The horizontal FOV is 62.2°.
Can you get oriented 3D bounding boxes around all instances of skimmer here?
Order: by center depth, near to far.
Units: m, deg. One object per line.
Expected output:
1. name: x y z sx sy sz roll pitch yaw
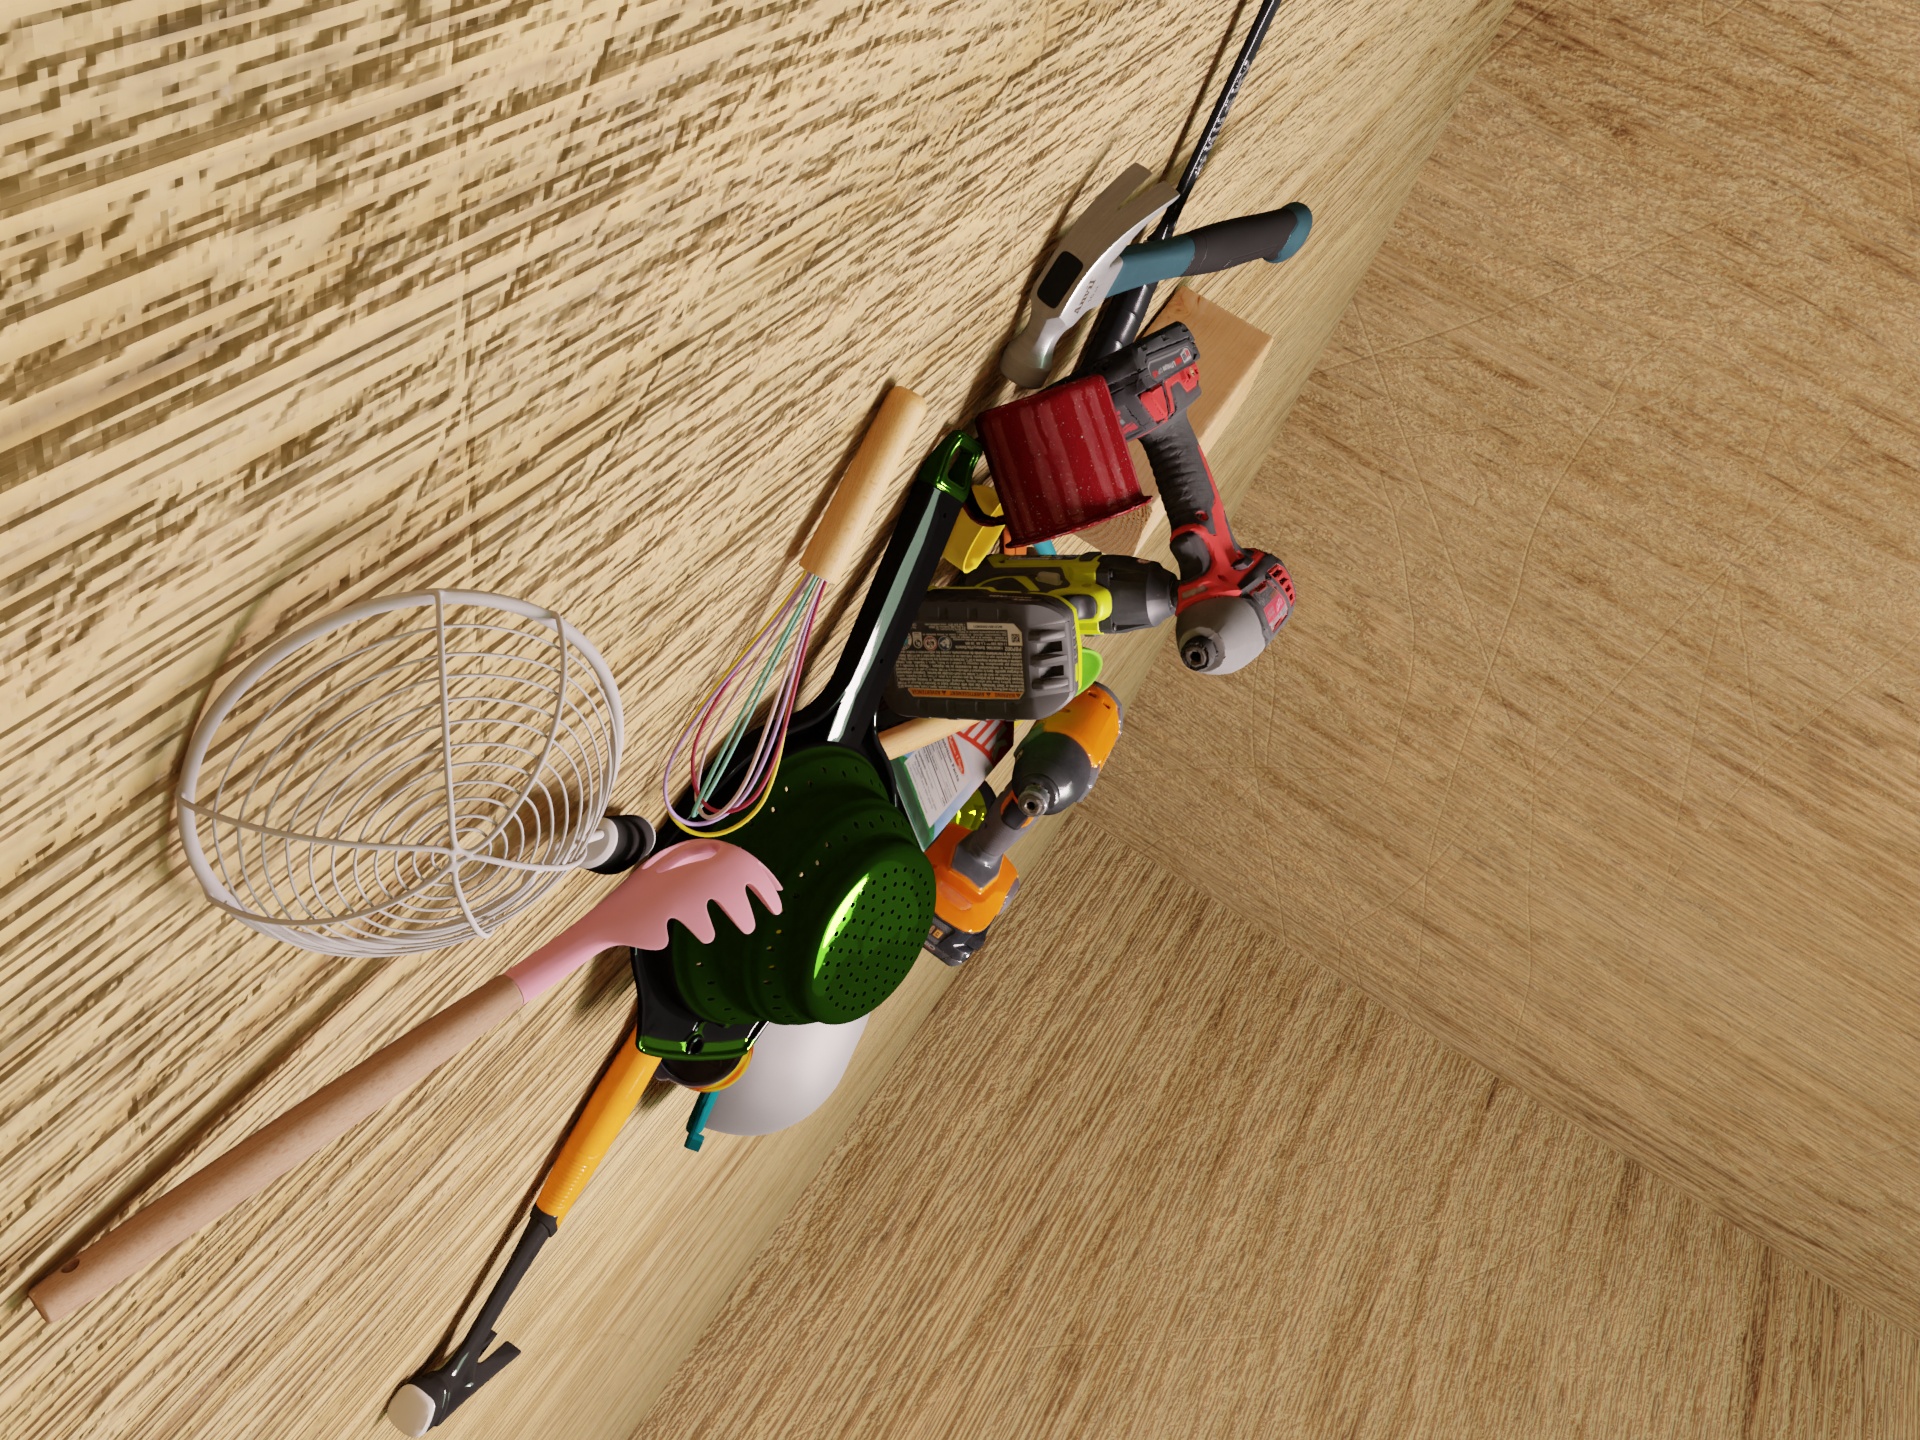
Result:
1. skimmer: -0.165 0.025 0.591 0.127 0.090 0.363 -41 -179 -5

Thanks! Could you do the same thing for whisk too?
1. whisk: -0.078 -0.051 0.789 0.245 0.047 0.051 -62 170 5

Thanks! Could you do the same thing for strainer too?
1. strainer: -0.097 0.183 1.239 0.340 0.095 0.211 -63 -179 -2

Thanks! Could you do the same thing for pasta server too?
1. pasta server: -0.191 0.124 0.608 0.316 0.060 0.040 -35 119 -41

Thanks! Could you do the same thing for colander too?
1. colander: -0.048 0.030 0.902 0.204 0.095 0.397 21 93 -58

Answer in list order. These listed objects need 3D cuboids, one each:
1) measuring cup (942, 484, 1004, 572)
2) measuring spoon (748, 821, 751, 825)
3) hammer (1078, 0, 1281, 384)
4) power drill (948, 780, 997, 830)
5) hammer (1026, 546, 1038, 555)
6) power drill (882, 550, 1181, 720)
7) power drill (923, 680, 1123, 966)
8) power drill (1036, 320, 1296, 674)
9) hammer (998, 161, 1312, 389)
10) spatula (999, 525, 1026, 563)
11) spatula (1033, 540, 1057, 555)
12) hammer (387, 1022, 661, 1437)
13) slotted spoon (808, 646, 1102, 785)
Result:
1. measuring cup: 0.031 -0.158 1.071 0.156 0.029 0.062 -52 170 -39
2. measuring spoon: -0.121 0.075 0.989 0.034 0.018 0.124 -55 159 -37
3. hammer: 0.137 -0.327 1.056 0.149 0.036 0.408 -46 165 -51
4. power drill: -0.062 0.136 1.427 0.190 0.080 0.228 -63 167 22
5. hammer: 0.060 -0.091 1.465 0.130 0.031 0.331 -56 171 -11
6. power drill: 0.052 -0.068 1.068 0.223 0.171 0.080 -35 123 -60
7. power drill: 0.033 0.083 1.224 0.226 0.084 0.164 -54 179 30
8. power drill: 0.141 -0.136 1.034 0.078 0.219 0.143 -20 -168 34
9. hammer: 0.144 -0.295 1.008 0.331 0.033 0.128 -31 157 -50
10. spatula: -0.010 -0.009 1.256 0.322 0.041 0.081 -63 170 13
11. spatula: 0.084 -0.109 1.299 0.082 0.044 0.317 -53 158 -15
12. hammer: -0.259 0.308 1.050 0.337 0.034 0.127 -59 171 7
13. slotted spoon: -0.002 -0.003 1.065 0.313 0.031 0.070 -22 156 -51
